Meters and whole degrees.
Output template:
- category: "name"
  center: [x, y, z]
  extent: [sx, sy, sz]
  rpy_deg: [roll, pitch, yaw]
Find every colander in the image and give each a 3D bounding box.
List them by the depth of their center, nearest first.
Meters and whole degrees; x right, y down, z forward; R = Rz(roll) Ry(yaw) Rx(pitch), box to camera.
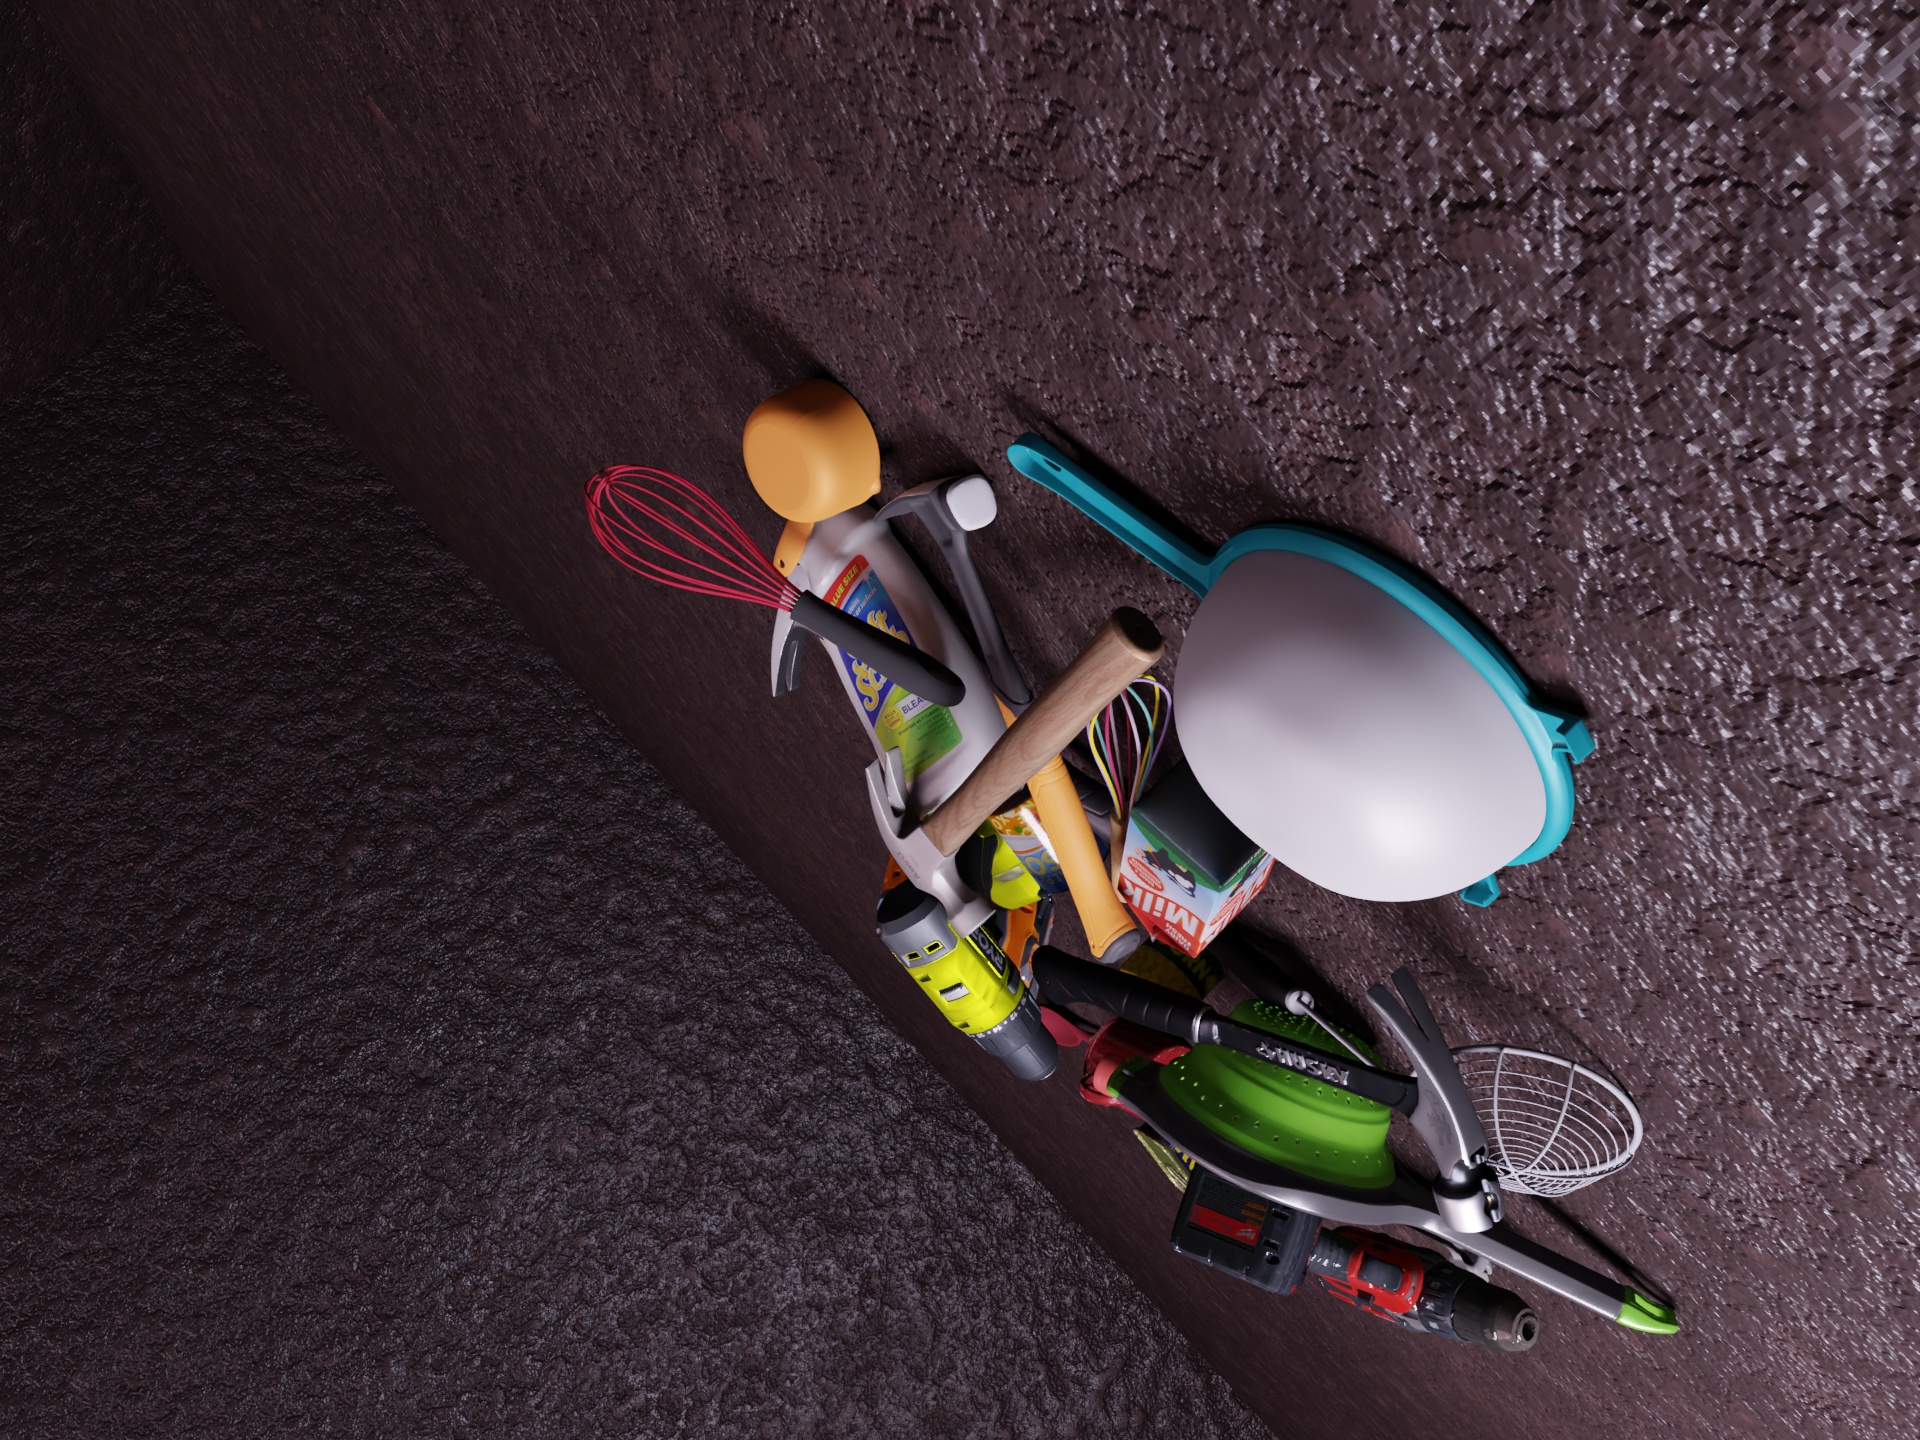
- category: "colander"
  center: [0.302, 0.288, 1.090]
  extent: [0.397, 0.094, 0.204]
  rpy_deg: [23, -172, 18]

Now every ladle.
- category: "ladle"
  center: [0.158, 0.353, 1.733]
  extent: [0.069, 0.031, 0.315]
  rpy_deg: [50, 163, -17]

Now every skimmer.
- category: "skimmer"
  center: [0.274, 0.190, 1.030]
  extent: [0.127, 0.090, 0.364]
  rpy_deg: [50, 175, -27]

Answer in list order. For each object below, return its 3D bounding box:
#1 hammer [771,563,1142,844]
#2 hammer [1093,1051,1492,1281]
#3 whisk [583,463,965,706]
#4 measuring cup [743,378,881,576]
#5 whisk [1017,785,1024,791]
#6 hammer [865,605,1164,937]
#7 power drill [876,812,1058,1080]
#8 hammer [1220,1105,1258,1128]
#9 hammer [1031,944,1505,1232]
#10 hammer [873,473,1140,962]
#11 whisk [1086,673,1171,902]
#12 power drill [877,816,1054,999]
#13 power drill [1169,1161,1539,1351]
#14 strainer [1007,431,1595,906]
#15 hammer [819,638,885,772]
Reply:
- category: "hammer"
  center: [-0.002, -0.004, 1.176]
  extent: [0.335, 0.035, 0.146]
  rpy_deg: [36, 119, 15]
- category: "hammer"
  center: [0.259, 0.354, 1.313]
  extent: [0.359, 0.037, 0.148]
  rpy_deg: [19, 155, 37]
- category: "whisk"
  center: [-0.126, -0.088, 1.075]
  extent: [0.296, 0.073, 0.073]
  rpy_deg: [30, 163, 2]
- category: "measuring cup"
  center: [-0.115, -0.148, 1.066]
  extent: [0.095, 0.052, 0.173]
  rpy_deg: [46, 138, 15]
- category: "whisk"
  center: [-0.026, -0.036, 1.241]
  extent: [0.239, 0.055, 0.055]
  rpy_deg: [48, 165, 16]
- category: "hammer"
  center: [0.030, 0.024, 0.984]
  extent: [0.130, 0.031, 0.331]
  rpy_deg: [49, 143, 6]
- category: "power drill"
  center: [0.024, 0.156, 1.262]
  extent: [0.190, 0.080, 0.229]
  rpy_deg: [53, -153, -22]
- category: "hammer"
  center: [0.281, 0.346, 1.380]
  extent: [0.128, 0.033, 0.331]
  rpy_deg: [44, 164, 7]
- category: "hammer"
  center: [0.166, 0.196, 1.022]
  extent: [0.409, 0.036, 0.149]
  rpy_deg: [7, 120, 59]
- category: "hammer"
  center: [0.039, 0.004, 1.031]
  extent: [0.127, 0.034, 0.336]
  rpy_deg: [7, 122, 66]
- category: "whisk"
  center: [0.105, 0.050, 1.040]
  extent: [0.051, 0.047, 0.244]
  rpy_deg: [20, 147, 20]
- category: "power drill"
  center: [0.008, 0.149, 1.445]
  extent: [0.084, 0.164, 0.226]
  rpy_deg: [-4, 143, 27]
- category: "power drill"
  center: [0.288, 0.395, 1.159]
  extent: [0.226, 0.080, 0.188]
  rpy_deg: [29, 165, -28]
- category: "strainer"
  center: [0.127, -0.022, 0.777]
  extent: [0.341, 0.095, 0.210]
  rpy_deg: [40, 163, 21]
- category: "hammer"
  center: [-0.065, 0.014, 1.482]
  extent: [0.146, 0.038, 0.410]
  rpy_deg: [35, 160, 32]
